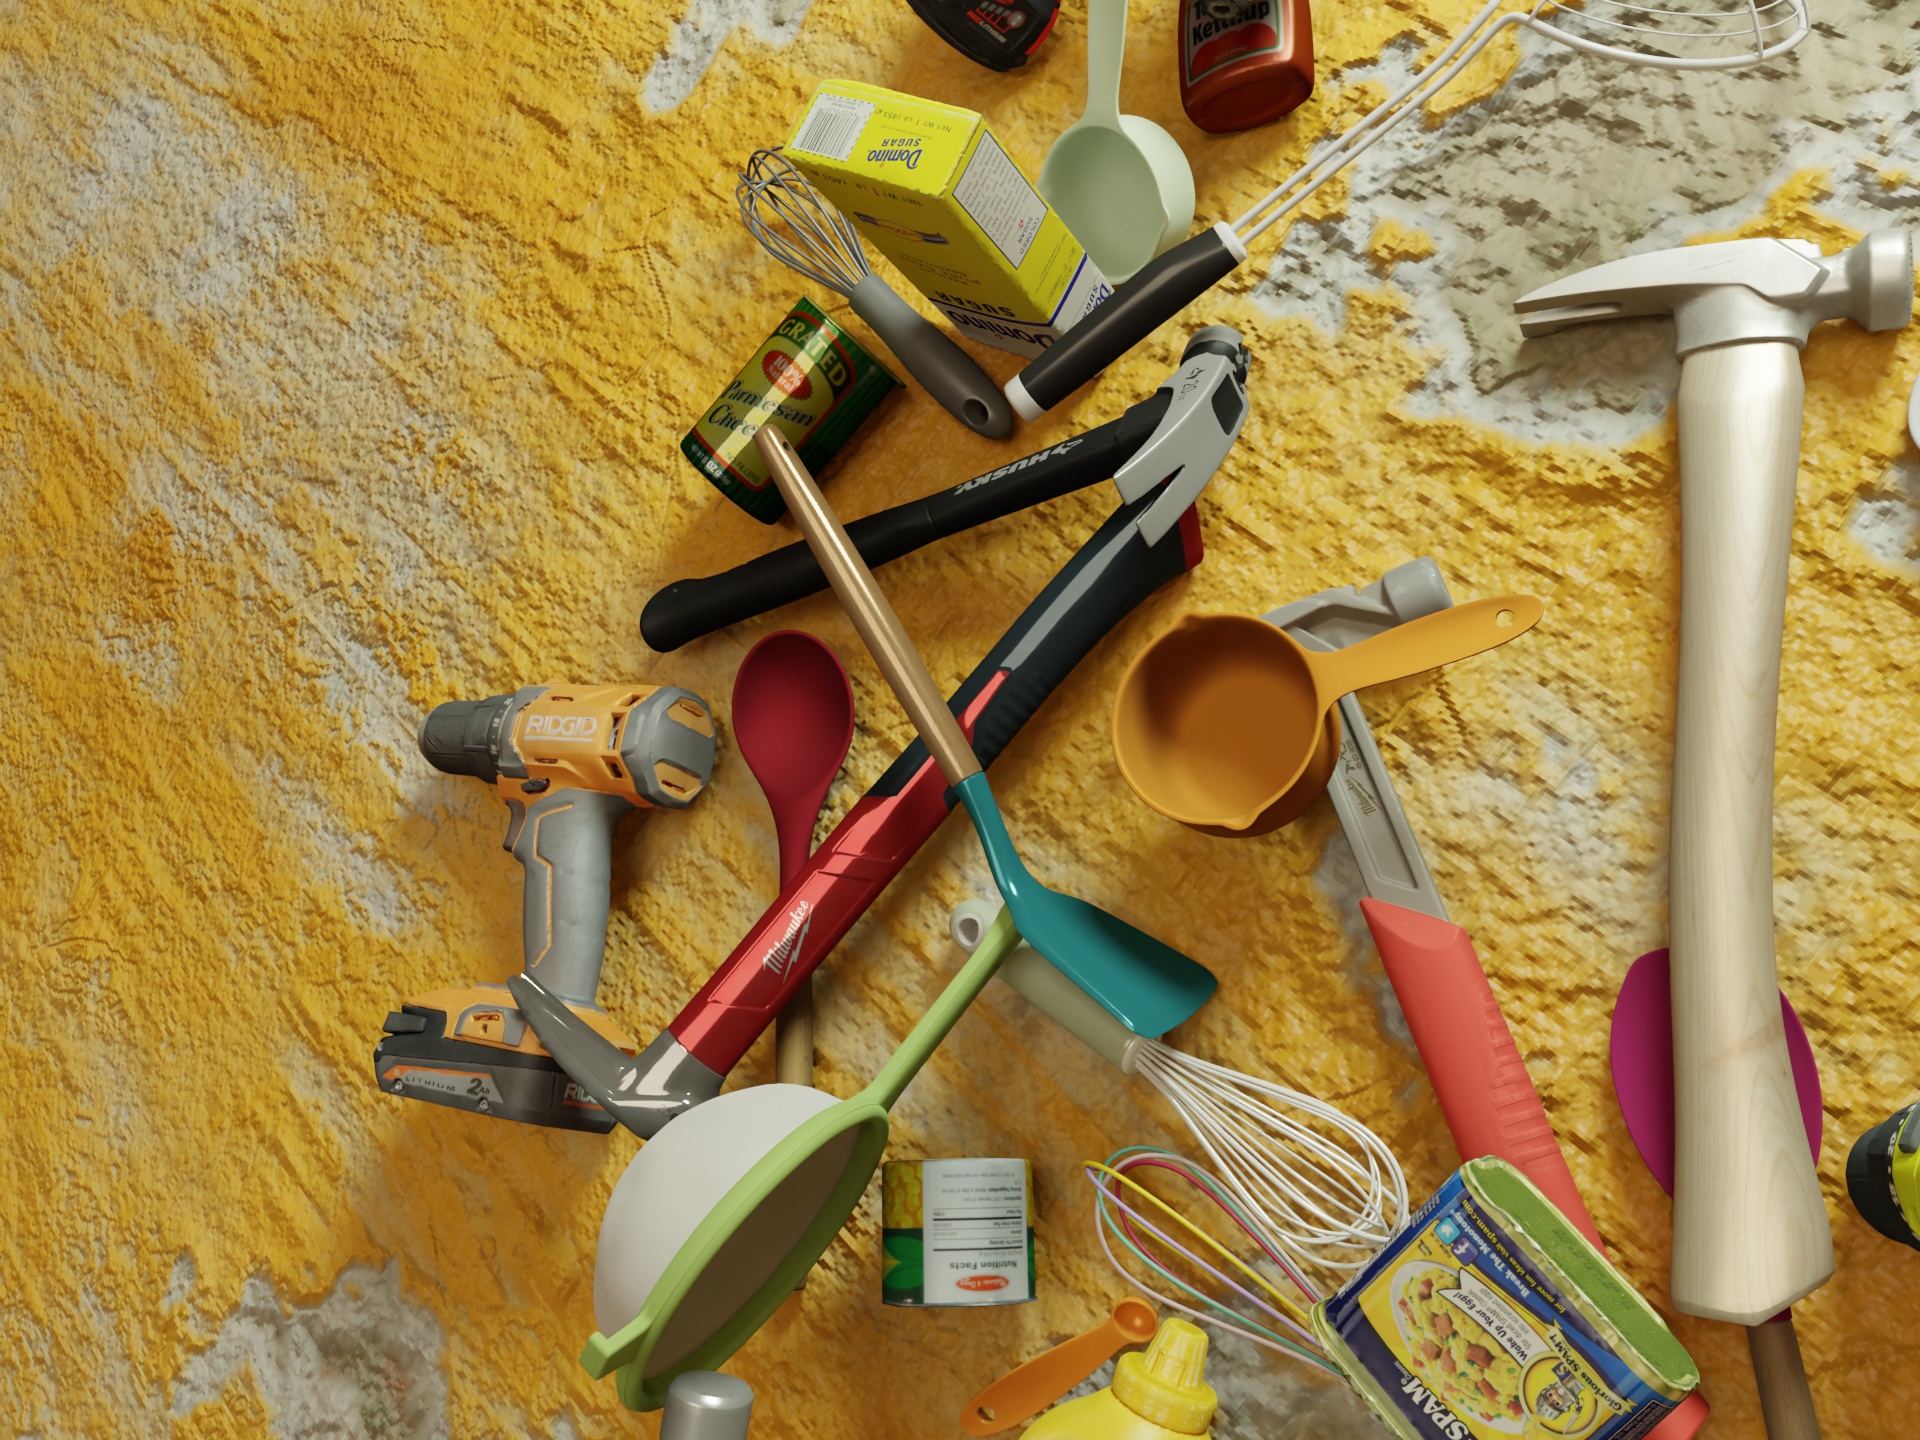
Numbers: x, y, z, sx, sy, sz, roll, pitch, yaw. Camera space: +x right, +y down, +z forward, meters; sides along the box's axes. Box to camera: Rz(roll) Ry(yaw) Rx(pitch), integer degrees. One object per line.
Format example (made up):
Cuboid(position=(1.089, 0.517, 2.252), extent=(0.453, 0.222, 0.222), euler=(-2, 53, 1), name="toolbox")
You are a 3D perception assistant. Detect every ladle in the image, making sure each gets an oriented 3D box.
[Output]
Cuboid(position=(-0.080, 0.111, 0.774), extent=(0.069, 0.031, 0.315), euler=(-7, 75, 22), name="ladle")

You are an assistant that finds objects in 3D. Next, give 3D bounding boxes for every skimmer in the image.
Cuboid(position=(0.185, -0.232, 0.705), extent=(0.363, 0.090, 0.127), euler=(-35, 44, 19), name="skimmer")

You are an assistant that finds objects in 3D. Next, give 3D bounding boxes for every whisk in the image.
Cuboid(position=(0.083, 0.143, 0.670), extent=(0.247, 0.059, 0.058), euler=(33, 107, 36), name="whisk")
Cuboid(position=(-0.047, -0.227, 0.841), extent=(0.055, 0.055, 0.239), euler=(-45, 66, 10), name="whisk")
Cuboid(position=(0.147, 0.244, 0.617), extent=(0.245, 0.051, 0.047), euler=(32, 127, 26), name="whisk")

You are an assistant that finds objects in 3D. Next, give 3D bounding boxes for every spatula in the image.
Cuboid(position=(-0.001, -0.002, 0.688), extent=(0.044, 0.082, 0.317), euler=(-36, 80, 30), name="spatula")

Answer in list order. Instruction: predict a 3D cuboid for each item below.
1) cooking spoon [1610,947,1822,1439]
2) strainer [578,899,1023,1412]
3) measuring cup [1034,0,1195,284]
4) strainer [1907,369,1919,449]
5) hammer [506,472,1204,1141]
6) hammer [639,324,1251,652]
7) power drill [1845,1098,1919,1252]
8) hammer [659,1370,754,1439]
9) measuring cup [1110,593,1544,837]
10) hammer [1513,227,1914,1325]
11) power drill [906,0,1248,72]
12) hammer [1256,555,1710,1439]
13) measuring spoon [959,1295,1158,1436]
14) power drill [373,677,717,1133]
Cuboid(position=(0.287, 0.237, 0.555), extent=(0.069, 0.017, 0.319), euler=(-13, 70, 23), name="cooking spoon")
Cuboid(position=(-0.069, 0.161, 0.666), extent=(0.069, 0.151, 0.256), euler=(34, 72, 20), name="strainer")
Cuboid(position=(0.078, -0.291, 0.745), extent=(0.083, 0.038, 0.167), euler=(26, 131, 36), name="measuring cup")
Cuboid(position=(0.384, -0.088, 0.524), extent=(0.087, 0.050, 0.259), euler=(-51, 14, 32), name="strainer")
Cuboid(position=(-0.036, 0.028, 0.731), extent=(0.143, 0.038, 0.386), euler=(40, 90, 2), name="hammer")
Cuboid(position=(-0.023, -0.091, 0.766), extent=(0.335, 0.035, 0.146), euler=(-17, 28, 29), name="hammer")
Cuboid(position=(0.365, 0.074, 0.481), extent=(0.080, 0.190, 0.228), euler=(37, 82, 16), name="power drill")
Cuboid(position=(0.072, 0.351, 0.564), extent=(0.405, 0.035, 0.144), euler=(8, 85, 13), name="hammer")
Cuboid(position=(0.148, -0.009, 0.636), extent=(0.173, 0.052, 0.095), euler=(-20, 67, 19), name="measuring cup")
Cuboid(position=(0.279, 0.008, 0.601), extent=(0.146, 0.038, 0.411), euler=(0, 74, 29), name="hammer")
Cuboid(position=(0.078, -0.391, 0.766), extent=(0.220, 0.078, 0.143), euler=(9, 83, 45), name="power drill")
Cuboid(position=(0.184, 0.115, 0.631), extent=(0.149, 0.036, 0.359), euler=(-25, 66, 19), name="hammer")
Cuboid(position=(0.040, 0.270, 0.666), extent=(0.021, 0.011, 0.117), euler=(47, 117, 2), name="measuring spoon")
Cuboid(position=(-0.232, 0.087, 0.831), extent=(0.185, 0.084, 0.226), euler=(2, 74, 30), name="power drill")
